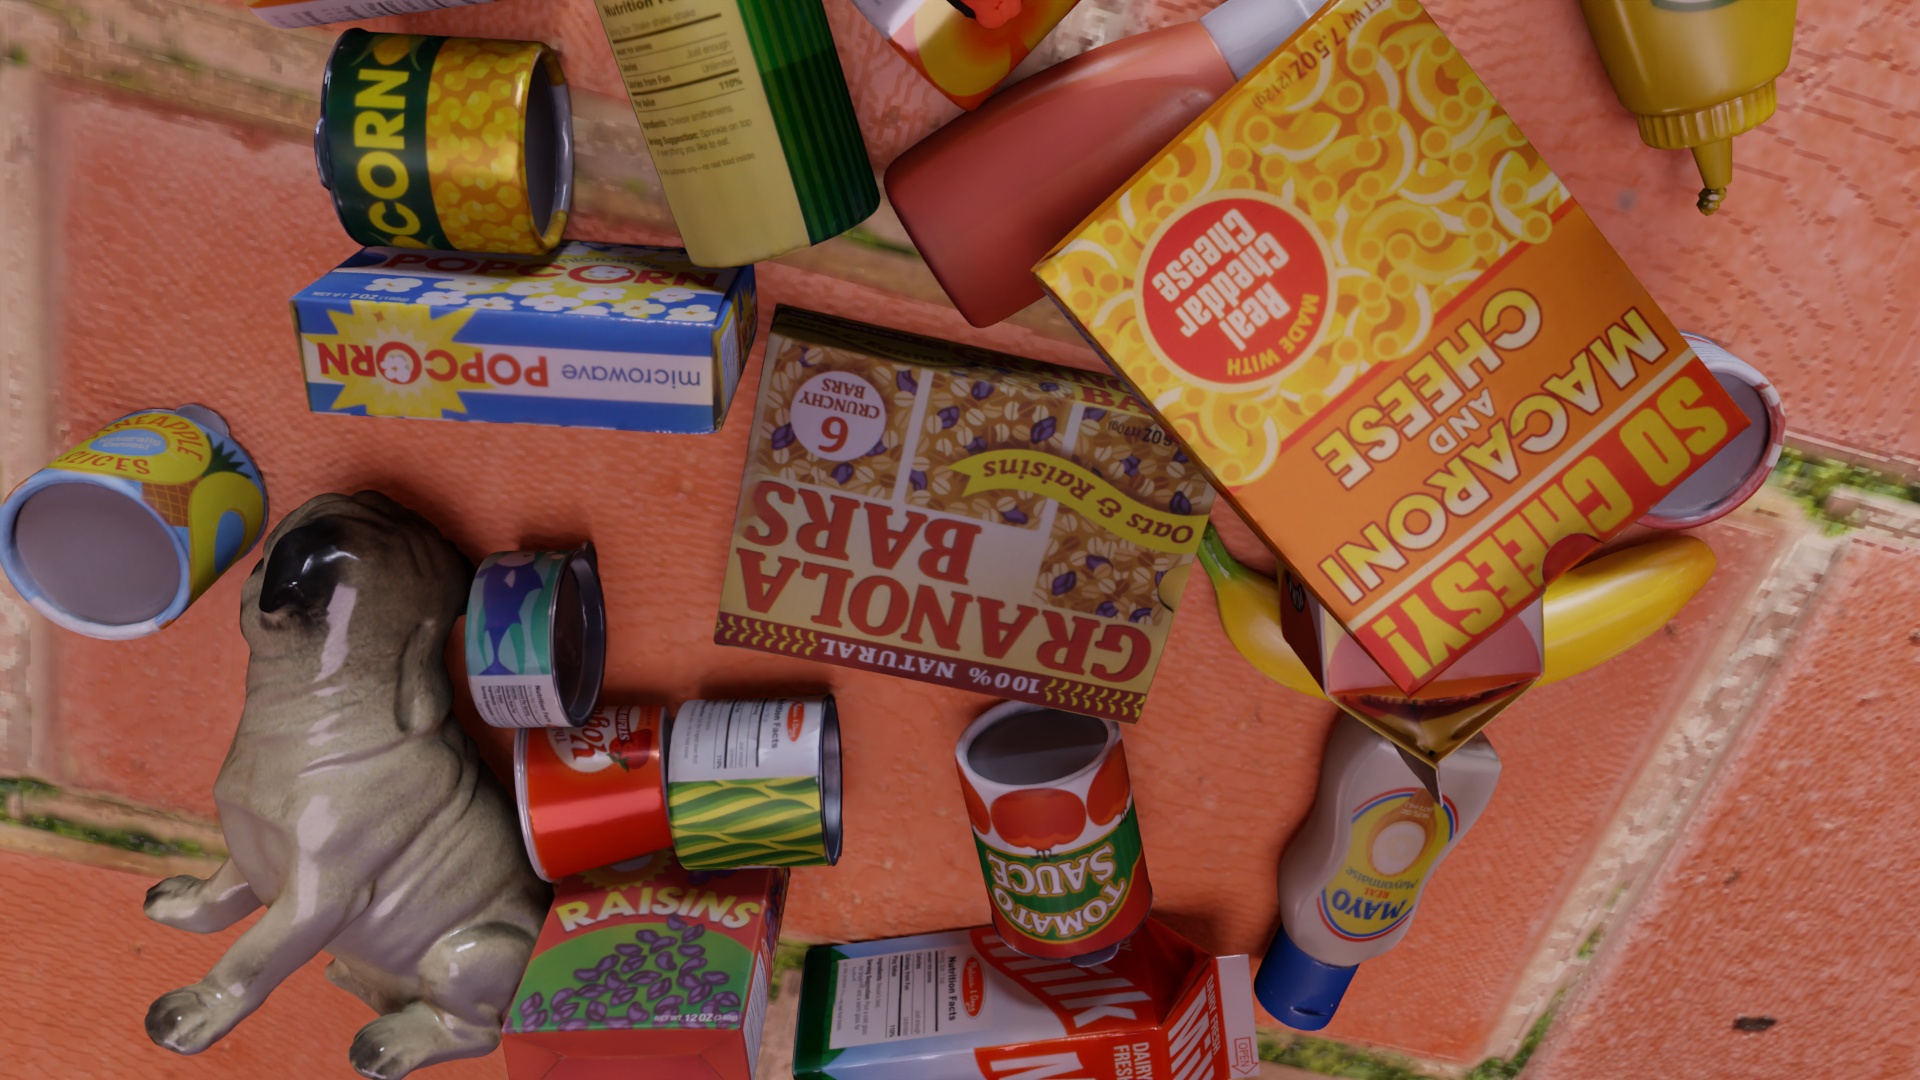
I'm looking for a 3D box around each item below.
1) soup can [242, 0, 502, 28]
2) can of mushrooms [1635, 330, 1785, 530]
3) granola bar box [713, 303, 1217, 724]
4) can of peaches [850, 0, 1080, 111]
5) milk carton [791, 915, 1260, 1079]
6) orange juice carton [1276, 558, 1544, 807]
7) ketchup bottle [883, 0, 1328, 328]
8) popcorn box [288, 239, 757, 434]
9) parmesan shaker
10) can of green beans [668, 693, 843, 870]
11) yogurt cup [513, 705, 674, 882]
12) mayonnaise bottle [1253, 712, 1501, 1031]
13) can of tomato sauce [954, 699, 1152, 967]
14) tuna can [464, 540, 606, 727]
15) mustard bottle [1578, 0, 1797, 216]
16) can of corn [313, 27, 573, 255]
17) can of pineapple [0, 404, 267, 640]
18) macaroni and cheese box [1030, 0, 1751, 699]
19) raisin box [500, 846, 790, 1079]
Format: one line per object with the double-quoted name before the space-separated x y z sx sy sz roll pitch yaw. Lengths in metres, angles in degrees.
"soup can" -0.167 -0.190 0.402 0.084 0.071 0.071 -6 116 3
"can of mushrooms" 0.255 -0.037 0.499 0.071 0.033 0.070 -1 115 -1
"granola bar box" 0.002 -0.006 0.507 0.166 0.039 0.123 12 115 -6
"can of peaches" 0.002 -0.171 0.415 0.071 0.071 0.058 42 108 -18
"milk carton" 0.031 0.215 0.594 0.191 0.074 0.072 -8 115 3
"orange juice carton" 0.146 -0.013 0.465 0.073 0.072 0.192 -6 102 2
"ketchup bottle" 0.052 -0.130 0.446 0.148 0.044 0.064 -29 119 12
"popcorn box" -0.134 -0.069 0.450 0.127 0.085 0.038 3 117 -3
"parmesan shaker" -0.072 -0.144 0.428 0.071 0.071 0.102 -14 116 6
"can of green beans" -0.078 0.094 0.539 0.058 0.071 0.071 -3 116 1
"yogurt cup" -0.139 0.095 0.542 0.054 0.072 0.072 -8 116 -6
"mayonnaise bottle" 0.165 0.137 0.577 0.065 0.041 0.147 13 114 -9
"can of tomato sauce" 0.037 0.113 0.547 0.071 0.071 0.082 -11 115 4
"tuna can" -0.155 0.034 0.512 0.033 0.071 0.070 -1 116 1
"mustard bottle" 0.223 -0.174 0.424 0.065 0.049 0.159 -19 114 10
"can of corn" -0.158 -0.123 0.432 0.058 0.071 0.070 3 116 -3
"can of pineapple" -0.292 -0.008 0.493 0.071 0.058 0.070 0 115 0
"macaroni and cheese box" 0.120 -0.055 0.398 0.123 0.040 0.166 -41 98 9
"raisin box" -0.115 0.157 0.537 0.086 0.124 0.040 -2 115 1
